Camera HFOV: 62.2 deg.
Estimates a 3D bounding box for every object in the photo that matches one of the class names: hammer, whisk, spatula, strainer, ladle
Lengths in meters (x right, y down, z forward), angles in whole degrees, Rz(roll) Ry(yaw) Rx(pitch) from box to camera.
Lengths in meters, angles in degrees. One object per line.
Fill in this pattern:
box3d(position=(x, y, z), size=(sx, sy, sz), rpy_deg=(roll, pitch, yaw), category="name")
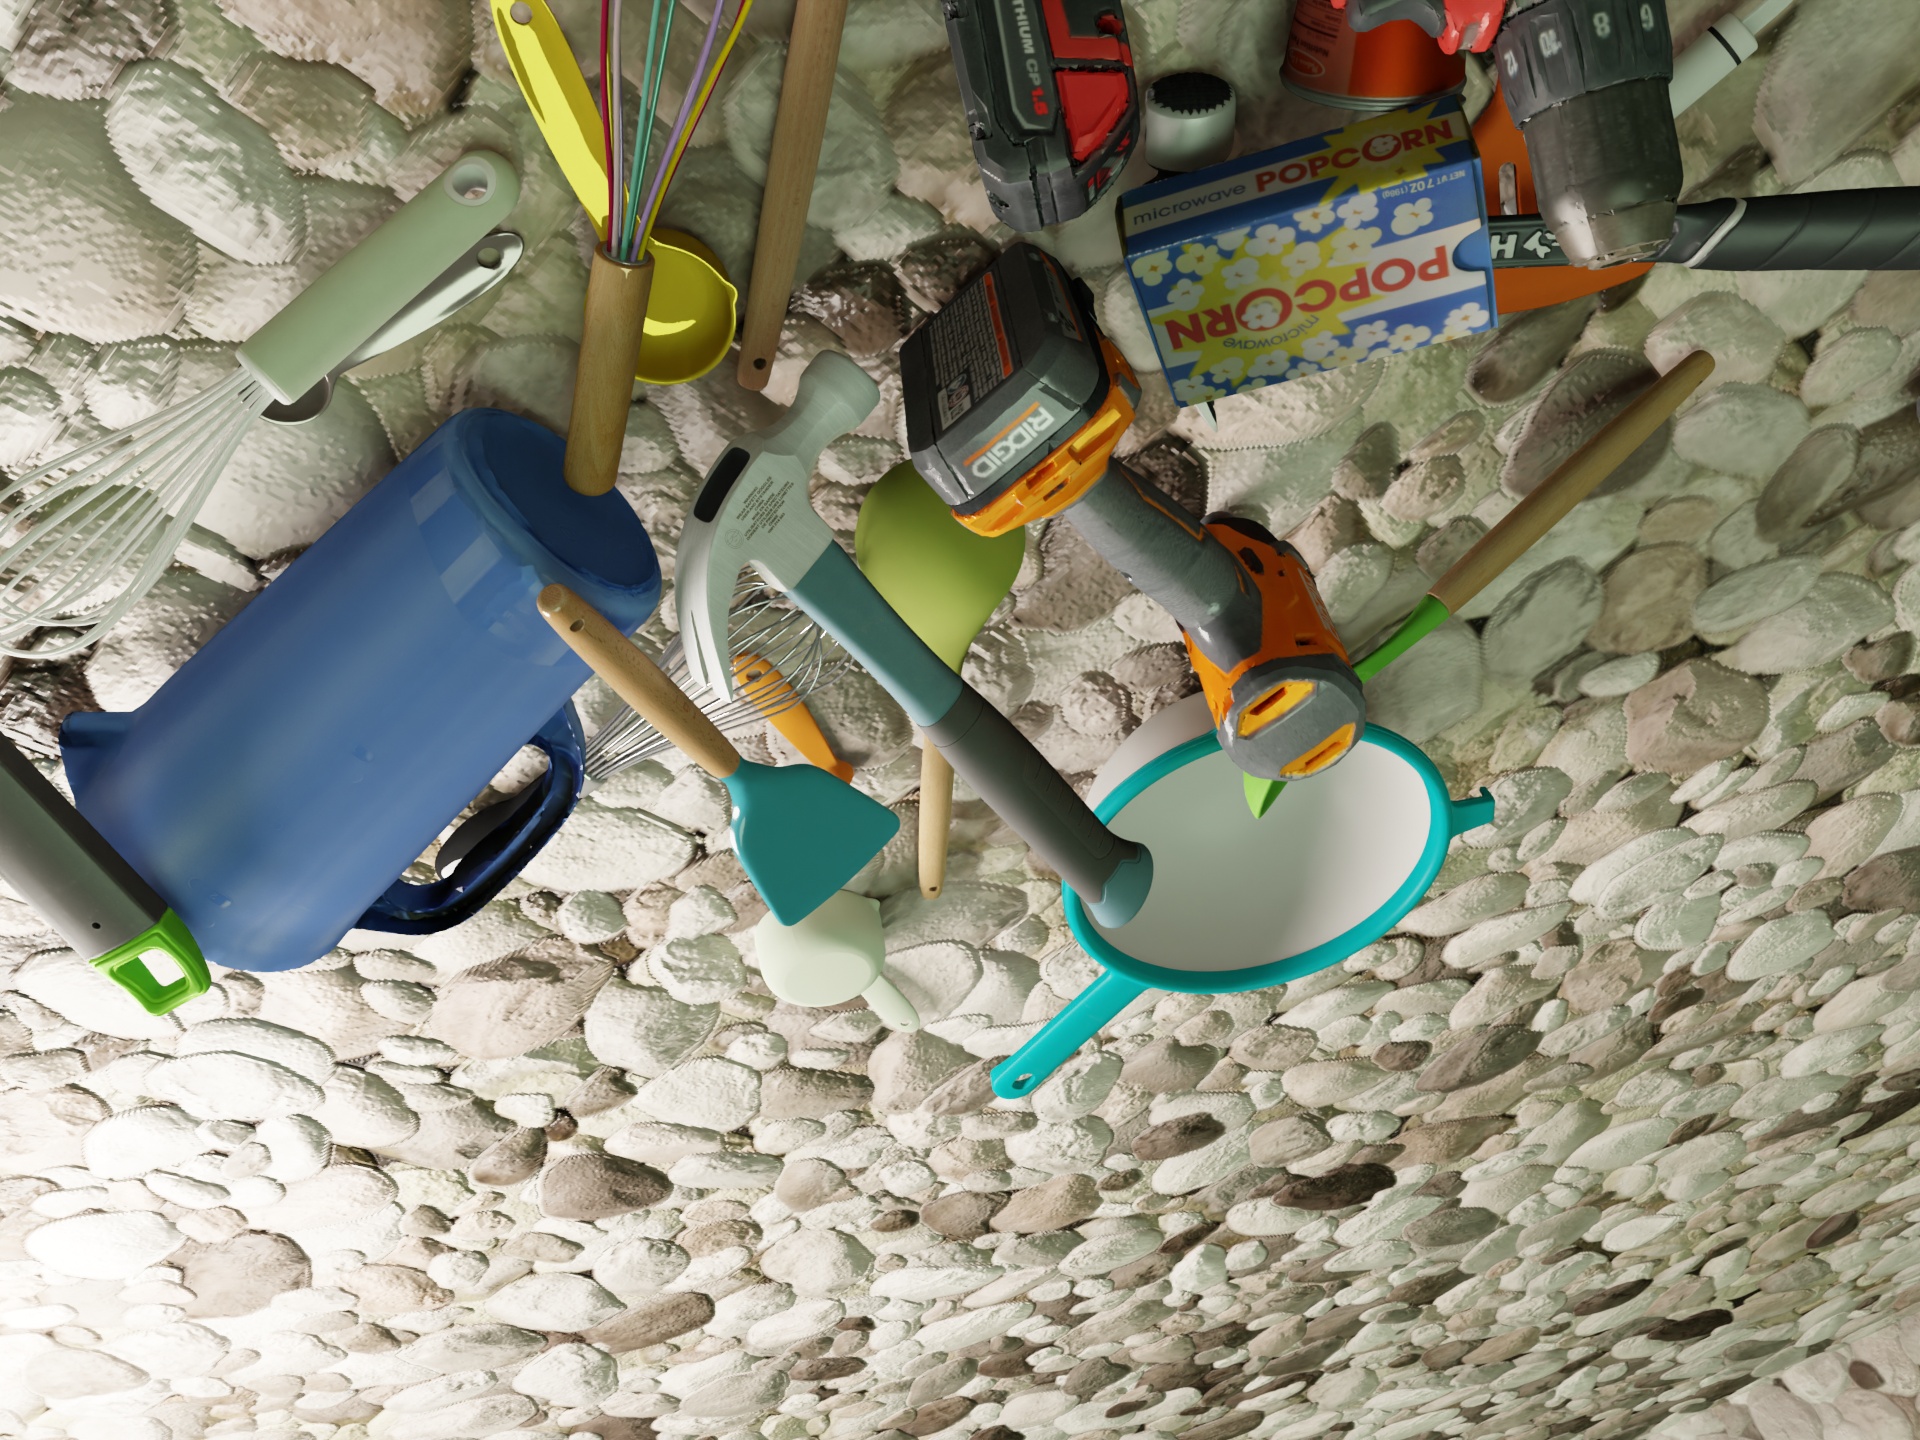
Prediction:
box3d(position=(-0.001, -0.002, 0.696), size=(0.128, 0.033, 0.330), rpy_deg=(-51, 131, -8), category="hammer")
box3d(position=(-0.246, -0.113, 0.549), size=(0.246, 0.058, 0.059), rpy_deg=(-46, -179, -10), category="whisk")
box3d(position=(0.201, -0.290, 0.569), size=(0.081, 0.041, 0.322), rpy_deg=(-11, 138, 16), category="spatula")
box3d(position=(-0.104, 0.016, 0.697), size=(0.082, 0.044, 0.317), rpy_deg=(-42, 157, -4), category="spatula")
box3d(position=(-0.049, -0.252, 0.548), size=(0.059, 0.018, 0.315), rpy_deg=(2, 133, -18), category="spatula")
box3d(position=(-0.161, 0.007, 0.764), size=(0.284, 0.070, 0.070), rpy_deg=(-33, 136, 24), category="whisk")
box3d(position=(-0.110, -0.180, 0.551), size=(0.047, 0.051, 0.244), rpy_deg=(5, 131, -19), category="whisk")
box3d(position=(0.314, -0.273, 0.627), size=(0.258, 0.050, 0.086), rpy_deg=(-40, 147, 28), category="strainer")
box3d(position=(0.276, -0.187, 0.632), size=(0.409, 0.036, 0.149), rpy_deg=(-1, 137, 5), category="hammer")
box3d(position=(0.116, 0.091, 0.905), size=(0.210, 0.095, 0.340), rpy_deg=(22, 126, -28), category="strainer")
box3d(position=(-0.013, -0.005, 0.813), size=(0.078, 0.062, 0.319), rpy_deg=(-10, 144, -10), category="ladle")

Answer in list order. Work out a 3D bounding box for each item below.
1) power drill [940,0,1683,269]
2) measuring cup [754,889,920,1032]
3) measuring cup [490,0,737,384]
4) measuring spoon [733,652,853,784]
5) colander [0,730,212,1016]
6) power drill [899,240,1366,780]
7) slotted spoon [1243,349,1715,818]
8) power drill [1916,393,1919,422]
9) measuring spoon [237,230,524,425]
box3d(position=(0.113, -0.220, 0.509), size=(0.226, 0.080, 0.188), rpy_deg=(-13, 95, 7), category="power drill")
box3d(position=(-0.062, 0.163, 0.966), size=(0.083, 0.038, 0.167), rpy_deg=(-26, 135, 10), category="measuring cup")
box3d(position=(-0.130, -0.197, 0.582), size=(0.062, 0.029, 0.156), rpy_deg=(-18, 126, 6), category="measuring cup")
box3d(position=(-0.084, 0.004, 0.811), size=(0.021, 0.011, 0.116), rpy_deg=(-24, 137, 8), category="measuring spoon")
box3d(position=(-0.400, -0.025, 0.521), size=(0.204, 0.095, 0.396), rpy_deg=(-27, 116, 9), category="colander")
box3d(position=(0.077, -0.090, 0.675), size=(0.084, 0.164, 0.226), rpy_deg=(-37, 122, 21), category="power drill")
box3d(position=(0.242, -0.070, 0.750), size=(0.314, 0.031, 0.070), rpy_deg=(-42, 161, -6), category="slotted spoon")
box3d(position=(0.611, -0.198, 0.773), size=(0.226, 0.084, 0.185), rpy_deg=(-5, 136, -19), category="power drill")
box3d(position=(-0.219, -0.153, 0.604), size=(0.124, 0.018, 0.034), rpy_deg=(-30, 137, 4), category="measuring spoon")
